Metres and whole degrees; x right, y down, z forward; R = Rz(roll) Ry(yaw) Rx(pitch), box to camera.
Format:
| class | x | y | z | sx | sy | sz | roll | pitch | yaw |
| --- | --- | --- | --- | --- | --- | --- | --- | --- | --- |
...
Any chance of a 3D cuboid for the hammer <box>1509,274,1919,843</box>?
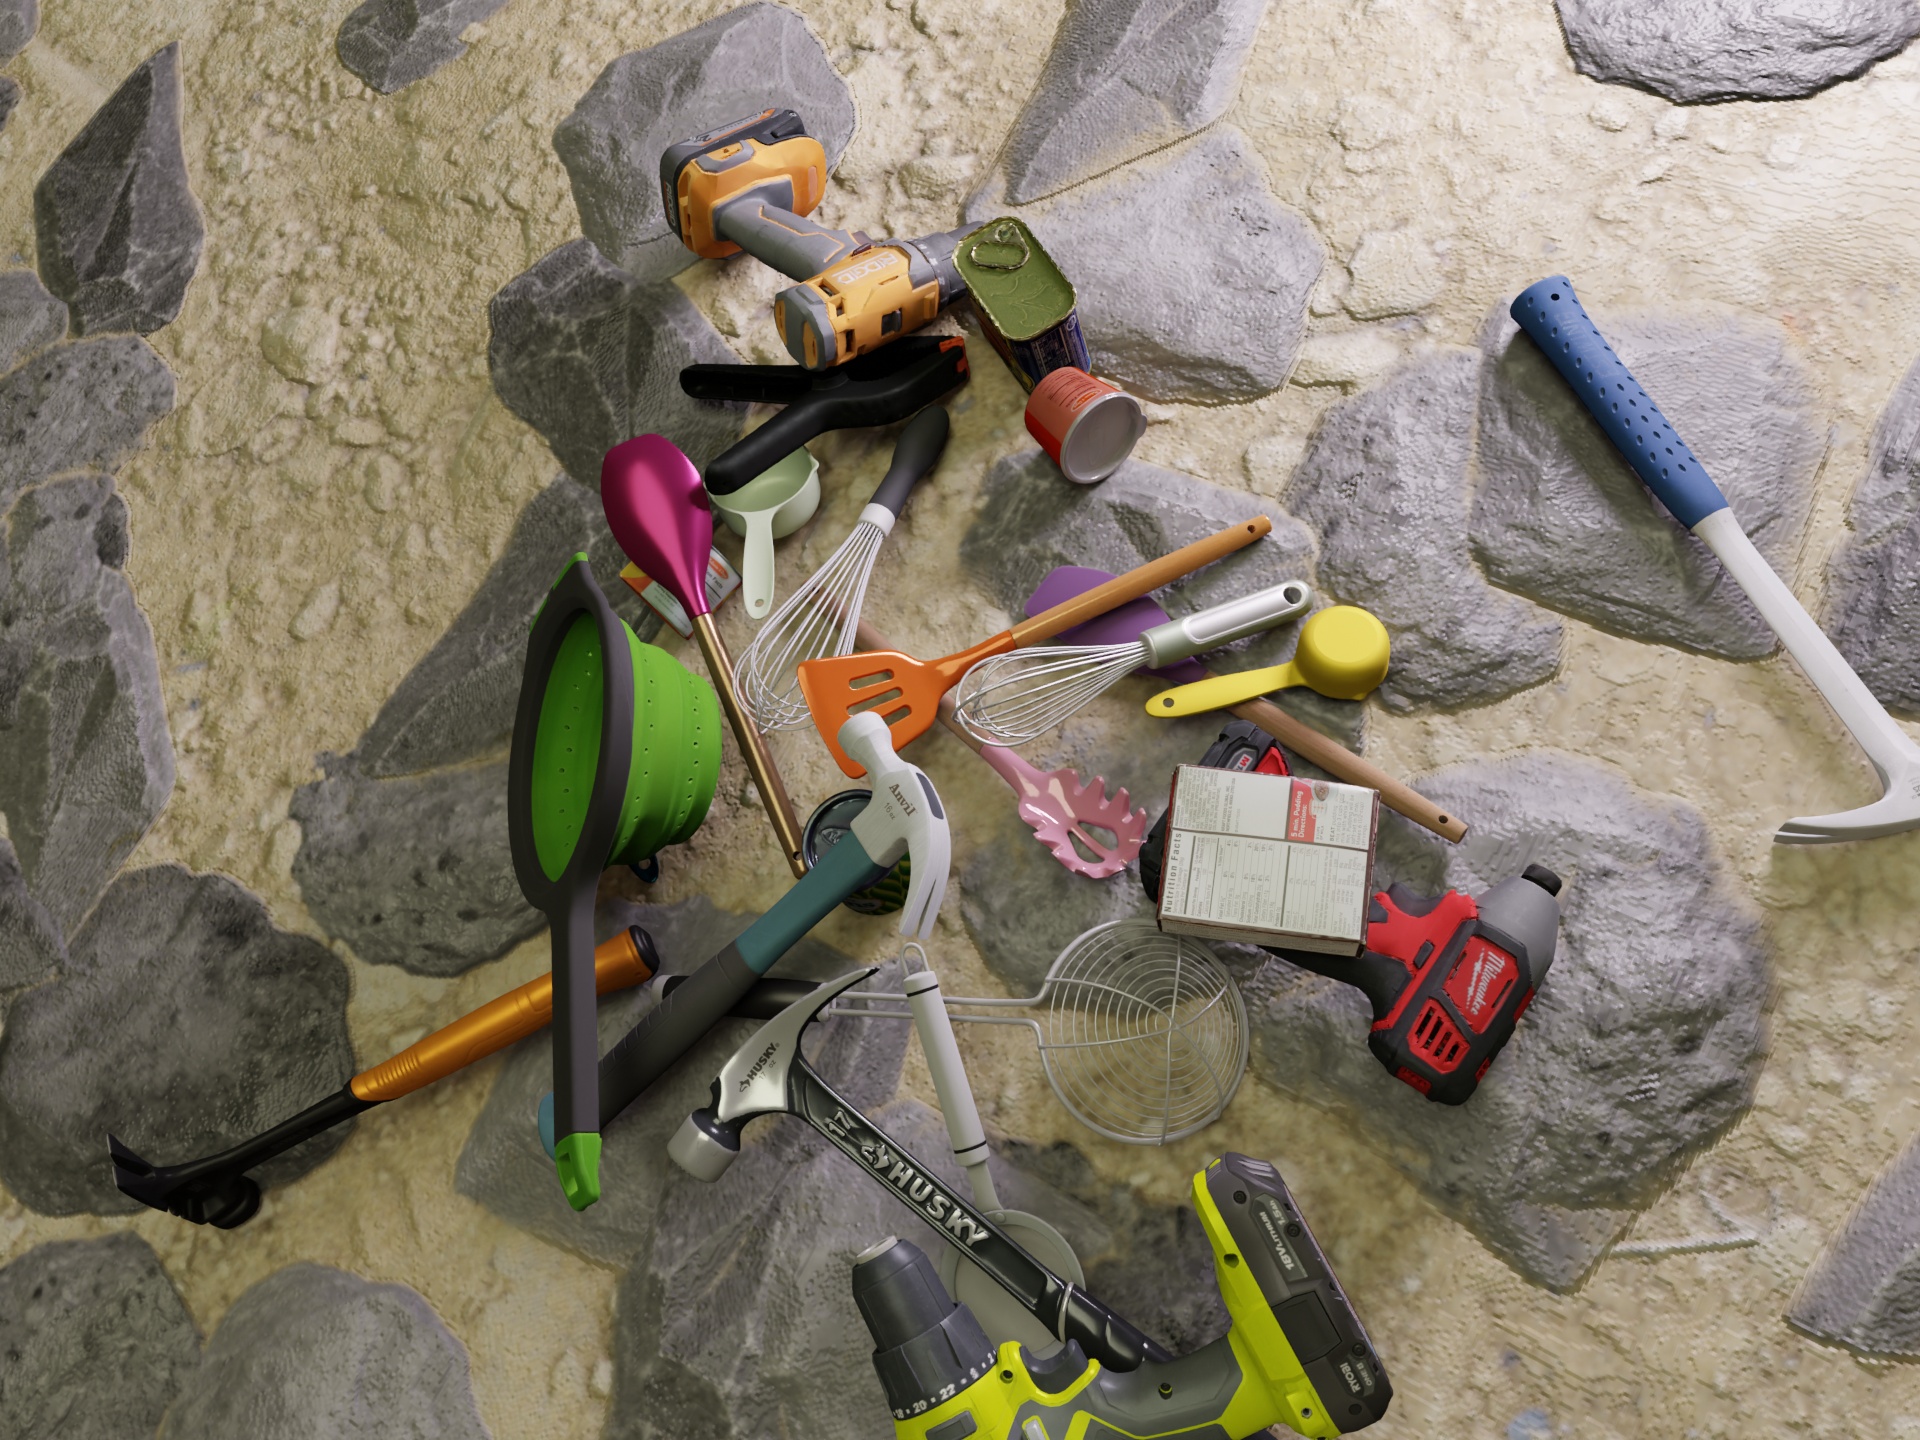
| class | x | y | z | sx | sy | sz | roll | pitch | yaw |
| --- | --- | --- | --- | --- | --- | --- | --- | --- | --- |
| hammer | 0.449 | -0.110 | 0.950 | 0.144 | 0.035 | 0.406 | -27 | 64 | 3 |

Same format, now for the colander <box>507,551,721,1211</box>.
| class | x | y | z | sx | sy | sz | roll | pitch | yaw |
| --- | --- | --- | --- | --- | --- | --- | --- | --- | --- |
| colander | -0.201 | 0.092 | 0.965 | 0.094 | 0.204 | 0.397 | 8 | 58 | -30 |

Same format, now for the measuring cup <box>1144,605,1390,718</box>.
| class | x | y | z | sx | sy | sz | roll | pitch | yaw |
| --- | --- | --- | --- | --- | --- | --- | --- | --- | --- |
| measuring cup | 0.188 | -0.032 | 0.973 | 0.156 | 0.029 | 0.062 | -15 | 58 | -5 |

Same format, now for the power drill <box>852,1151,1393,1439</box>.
| class | x | y | z | sx | sy | sz | roll | pitch | yaw |
| --- | --- | --- | --- | --- | --- | --- | --- | --- | --- |
| power drill | 0.072 | 0.308 | 0.778 | 0.228 | 0.080 | 0.191 | -29 | 81 | 4 |

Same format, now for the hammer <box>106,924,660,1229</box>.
| class | x | y | z | sx | sy | sz | roll | pitch | yaw |
| --- | --- | --- | --- | --- | --- | --- | --- | --- | --- |
| hammer | -0.346 | 0.215 | 0.990 | 0.337 | 0.127 | 0.034 | -27 | 59 | -4 |

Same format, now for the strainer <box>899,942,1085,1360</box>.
| class | x | y | z | sx | sy | sz | roll | pitch | yaw |
| --- | --- | --- | --- | --- | --- | --- | --- | --- | --- |
| strainer | 0.011 | 0.248 | 0.884 | 0.087 | 0.050 | 0.258 | -19 | 84 | 20 |

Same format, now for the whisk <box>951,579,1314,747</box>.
| class | x | y | z | sx | sy | sz | roll | pitch | yaw |
| --- | --- | --- | --- | --- | --- | --- | --- | --- | --- |
| whisk | 0.109 | -0.041 | 0.980 | 0.246 | 0.059 | 0.058 | -19 | 73 | -12 |

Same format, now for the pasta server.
| class | x | y | z | sx | sy | sz | roll | pitch | yaw |
| --- | --- | --- | --- | --- | --- | --- | --- | --- | --- |
| pasta server | -0.002 | -0.003 | 1.023 | 0.060 | 0.040 | 0.316 | -41 | 63 | -14 |

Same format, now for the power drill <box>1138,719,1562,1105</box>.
| class | x | y | z | sx | sy | sz | roll | pitch | yaw |
| --- | --- | --- | --- | --- | --- | --- | --- | --- | --- |
| power drill | 0.223 | 0.100 | 0.903 | 0.220 | 0.078 | 0.143 | 33 | 80 | 21 |

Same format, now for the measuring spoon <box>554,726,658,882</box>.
| class | x | y | z | sx | sy | sz | roll | pitch | yaw |
| --- | --- | --- | --- | --- | --- | --- | --- | --- | --- |
| measuring spoon | -0.234 | 0.056 | 1.075 | 0.042 | 0.021 | 0.129 | -29 | 73 | -6 |

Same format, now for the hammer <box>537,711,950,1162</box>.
| class | x | y | z | sx | sy | sz | roll | pitch | yaw |
| --- | --- | --- | --- | --- | --- | --- | --- | --- | --- |
| hammer | -0.136 | 0.149 | 0.953 | 0.331 | 0.033 | 0.128 | -43 | 62 | 12 |

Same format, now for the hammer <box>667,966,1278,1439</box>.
| class | x | y | z | sx | sy | sz | roll | pitch | yaw |
| --- | --- | --- | --- | --- | --- | --- | --- | --- | --- |
| hammer | 0.043 | 0.294 | 0.838 | 0.409 | 0.036 | 0.149 | 37 | 88 | 10 |

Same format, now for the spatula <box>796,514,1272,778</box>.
| class | x | y | z | sx | sy | sz | roll | pitch | yaw |
| --- | --- | --- | --- | --- | --- | --- | --- | --- | --- |
| spatula | 0.056 | -0.062 | 1.009 | 0.322 | 0.041 | 0.081 | -25 | 84 | -6 |

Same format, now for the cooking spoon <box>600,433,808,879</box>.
| class | x | y | z | sx | sy | sz | roll | pitch | yaw |
| --- | --- | --- | --- | --- | --- | --- | --- | --- | --- |
| cooking spoon | -0.161 | -0.044 | 1.044 | 0.069 | 0.017 | 0.319 | -23 | 81 | -3 |

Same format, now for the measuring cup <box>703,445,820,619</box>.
| class | x | y | z | sx | sy | sz | roll | pitch | yaw |
| --- | --- | --- | --- | --- | --- | --- | --- | --- | --- |
| measuring cup | -0.133 | -0.124 | 1.089 | 0.083 | 0.038 | 0.168 | -9 | 53 | 6 |

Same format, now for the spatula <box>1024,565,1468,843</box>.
| class | x | y | z | sx | sy | sz | roll | pitch | yaw |
| --- | --- | --- | --- | --- | --- | --- | --- | --- | --- |
| spatula | 0.174 | -0.014 | 0.992 | 0.316 | 0.018 | 0.060 | 34 | 75 | 25 |

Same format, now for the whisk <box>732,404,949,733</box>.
| class | x | y | z | sx | sy | sz | roll | pitch | yaw |
| --- | --- | --- | --- | --- | --- | --- | --- | --- | --- |
| whisk | -0.070 | -0.107 | 1.061 | 0.070 | 0.070 | 0.285 | 15 | 60 | 20 |

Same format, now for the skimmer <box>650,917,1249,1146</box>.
| class | x | y | z | sx | sy | sz | roll | pitch | yaw |
| --- | --- | --- | --- | --- | --- | --- | --- | --- | --- |
| skimmer | -0.014 | 0.178 | 0.957 | 0.363 | 0.090 | 0.127 | -1 | 72 | 25 |

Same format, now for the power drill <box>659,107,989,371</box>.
| class | x | y | z | sx | sy | sz | roll | pitch | yaw |
| --- | --- | --- | --- | --- | --- | --- | --- | --- | --- |
| power drill | -0.090 | -0.357 | 1.157 | 0.185 | 0.084 | 0.226 | -31 | 59 | -24 |
